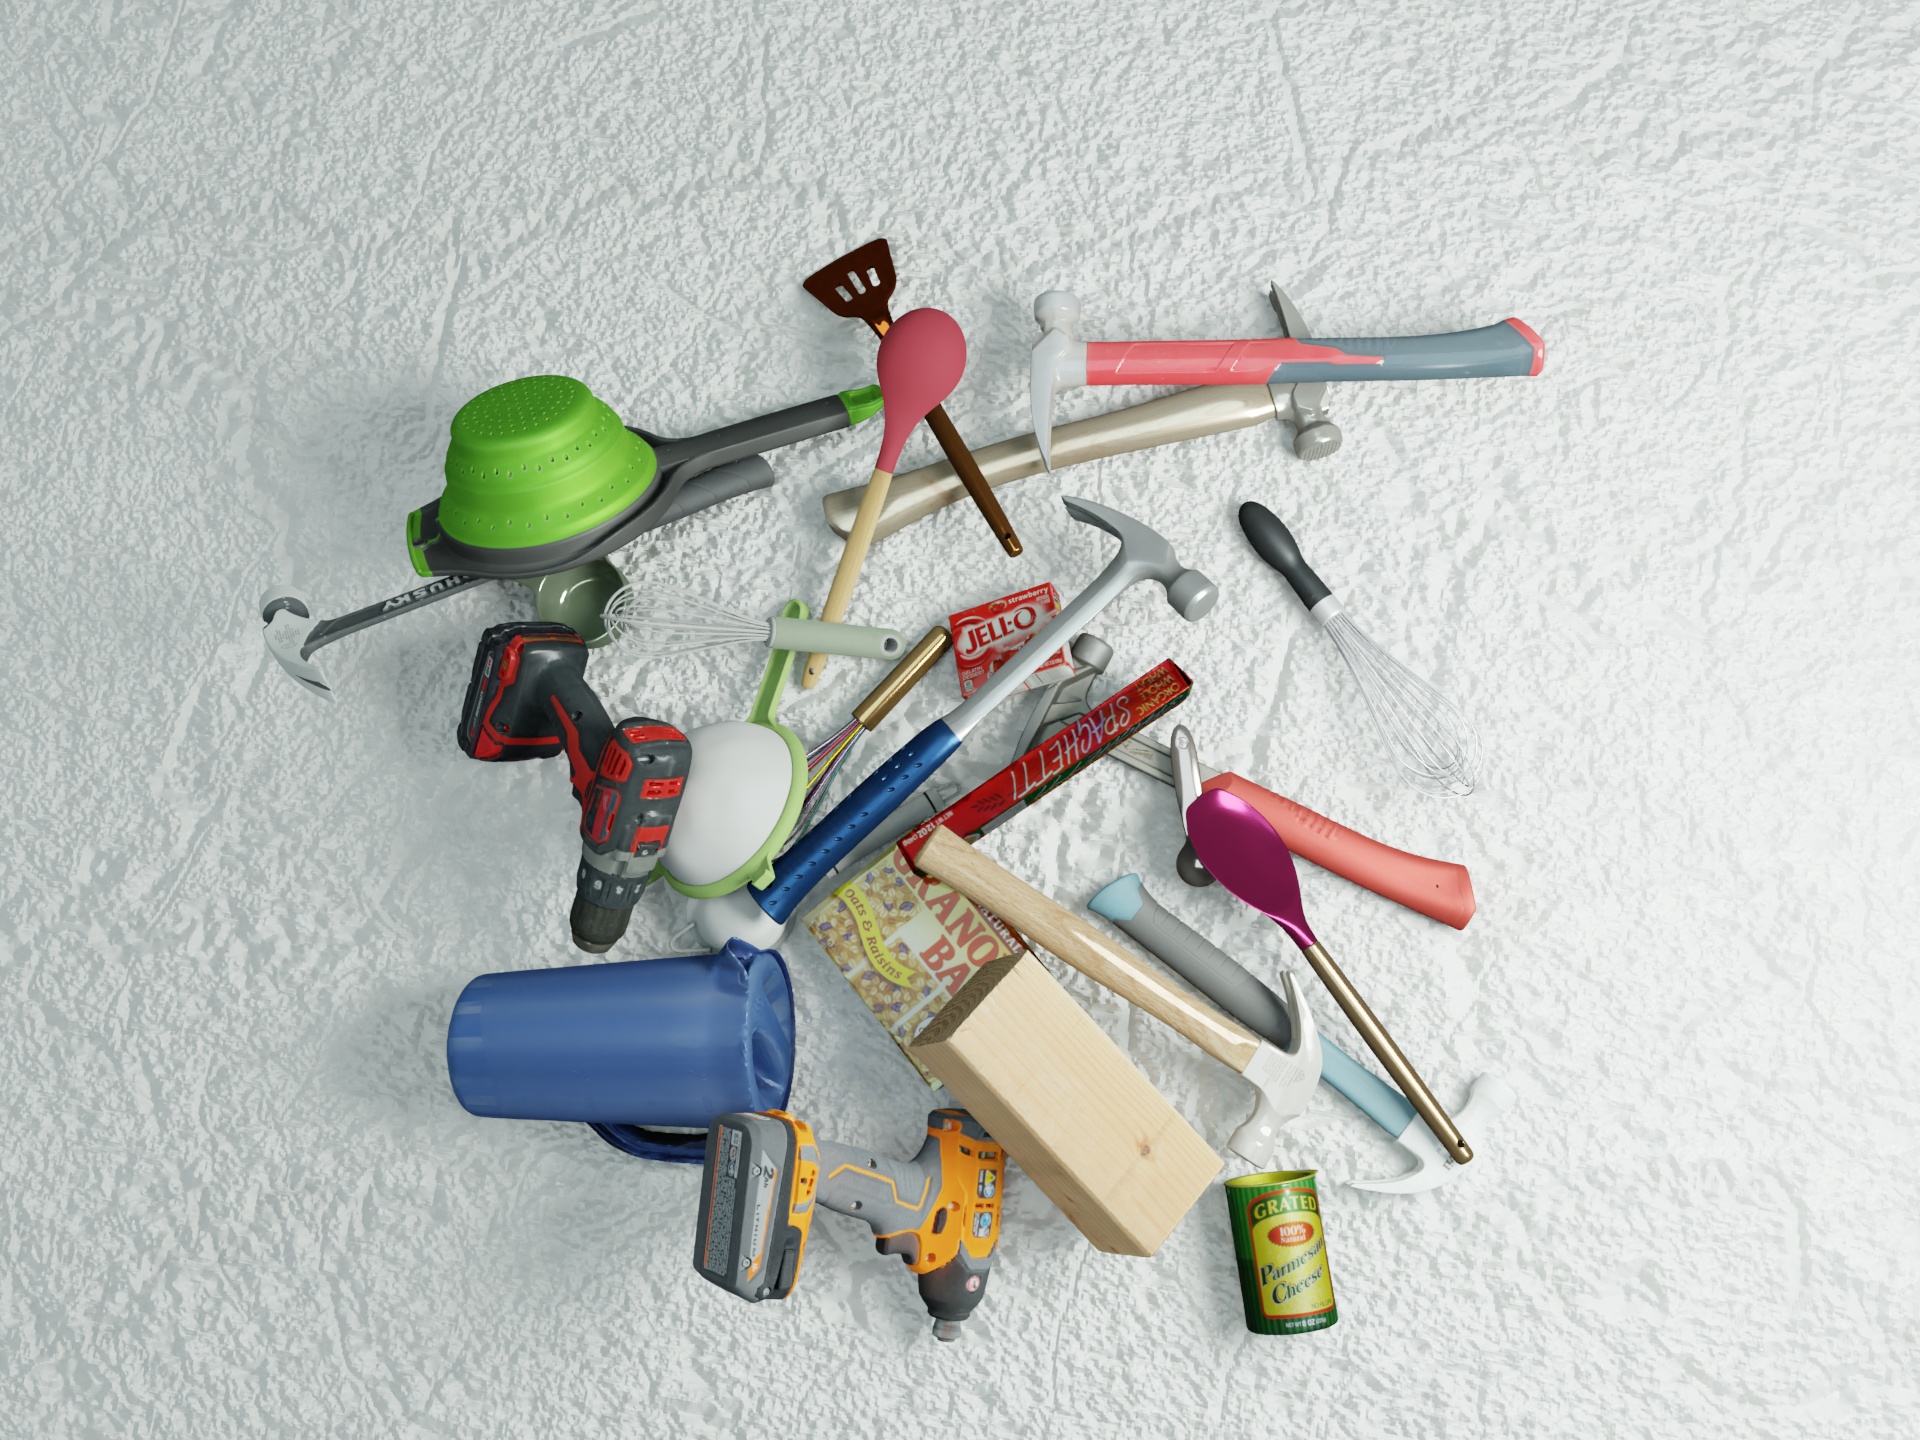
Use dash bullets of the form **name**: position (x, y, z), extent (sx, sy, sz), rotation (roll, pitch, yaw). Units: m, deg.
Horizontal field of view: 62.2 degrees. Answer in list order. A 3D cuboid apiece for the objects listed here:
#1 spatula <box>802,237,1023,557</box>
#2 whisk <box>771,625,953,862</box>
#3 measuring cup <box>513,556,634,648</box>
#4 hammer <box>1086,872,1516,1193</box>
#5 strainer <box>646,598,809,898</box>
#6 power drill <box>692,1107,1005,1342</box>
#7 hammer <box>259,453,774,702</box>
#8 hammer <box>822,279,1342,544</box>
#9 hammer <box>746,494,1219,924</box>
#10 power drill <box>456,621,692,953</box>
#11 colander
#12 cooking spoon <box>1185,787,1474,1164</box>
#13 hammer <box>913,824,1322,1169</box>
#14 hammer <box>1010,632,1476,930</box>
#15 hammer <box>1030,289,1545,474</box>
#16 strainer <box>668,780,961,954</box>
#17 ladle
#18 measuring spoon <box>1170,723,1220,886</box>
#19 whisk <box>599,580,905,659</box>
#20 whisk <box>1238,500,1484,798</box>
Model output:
- **spatula**: position (-0.030, -0.261, 1.278), extent (0.081, 0.041, 0.323), rotation (-29, 73, 1)
- **whisk**: position (-0.092, 0.019, 1.252), extent (0.051, 0.047, 0.245), rotation (42, 84, 12)
- **measuring cup**: position (-0.344, -0.112, 1.307), extent (0.167, 0.038, 0.083), rotation (23, 83, 13)
- **hammer**: position (0.238, 0.224, 1.183), extent (0.331, 0.033, 0.128), rotation (37, 85, 11)
- **strainer**: position (-0.178, 0.008, 1.225), extent (0.151, 0.069, 0.256), rotation (-3, 61, 41)
- **power drill**: position (-0.069, 0.357, 1.124), extent (0.226, 0.084, 0.164), rotation (11, 79, -33)
- **hammer**: position (-0.338, -0.128, 1.247), extent (0.409, 0.036, 0.149), rotation (-23, 40, -15)
- **hammer**: position (0.087, -0.230, 1.278), extent (0.410, 0.038, 0.146), rotation (-15, 77, 4)
- **hammer**: position (-0.002, -0.004, 1.191), extent (0.405, 0.035, 0.144), rotation (-43, 62, -1)
- **power drill**: position (-0.293, 0.046, 1.200), extent (0.227, 0.080, 0.187), rotation (40, 120, 37)
- **colander**: position (-0.253, -0.230, 1.251), extent (0.397, 0.094, 0.205), rotation (-19, 40, -10)
- **cooking spoon**: position (0.268, 0.185, 1.154), extent (0.069, 0.017, 0.319), rotation (-30, 79, -29)
- **hammer**: position (0.114, 0.177, 1.144), extent (0.331, 0.031, 0.130), rotation (34, 81, 0)
- **hammer**: position (0.215, 0.073, 1.210), extent (0.359, 0.036, 0.149), rotation (27, 84, 11)
- **hammer**: position (0.247, -0.262, 1.225), extent (0.386, 0.038, 0.143), rotation (1, 79, 8)
- **strainer**: position (-0.110, 0.116, 1.232), extent (0.258, 0.050, 0.086), rotation (-32, 114, -7)
- **ladle**: position (-0.070, -0.172, 1.253), extent (0.069, 0.031, 0.315), rotation (21, 99, 2)
- **measuring spoon**: position (0.172, 0.062, 1.189), extent (0.034, 0.018, 0.124), rotation (-8, 78, 6)
- **whisk**: position (-0.154, -0.068, 1.218), extent (0.246, 0.059, 0.058), rotation (5, 96, -28)
- **whisk**: position (0.300, -0.059, 1.214), extent (0.070, 0.070, 0.285), rotation (-34, 73, 0)
